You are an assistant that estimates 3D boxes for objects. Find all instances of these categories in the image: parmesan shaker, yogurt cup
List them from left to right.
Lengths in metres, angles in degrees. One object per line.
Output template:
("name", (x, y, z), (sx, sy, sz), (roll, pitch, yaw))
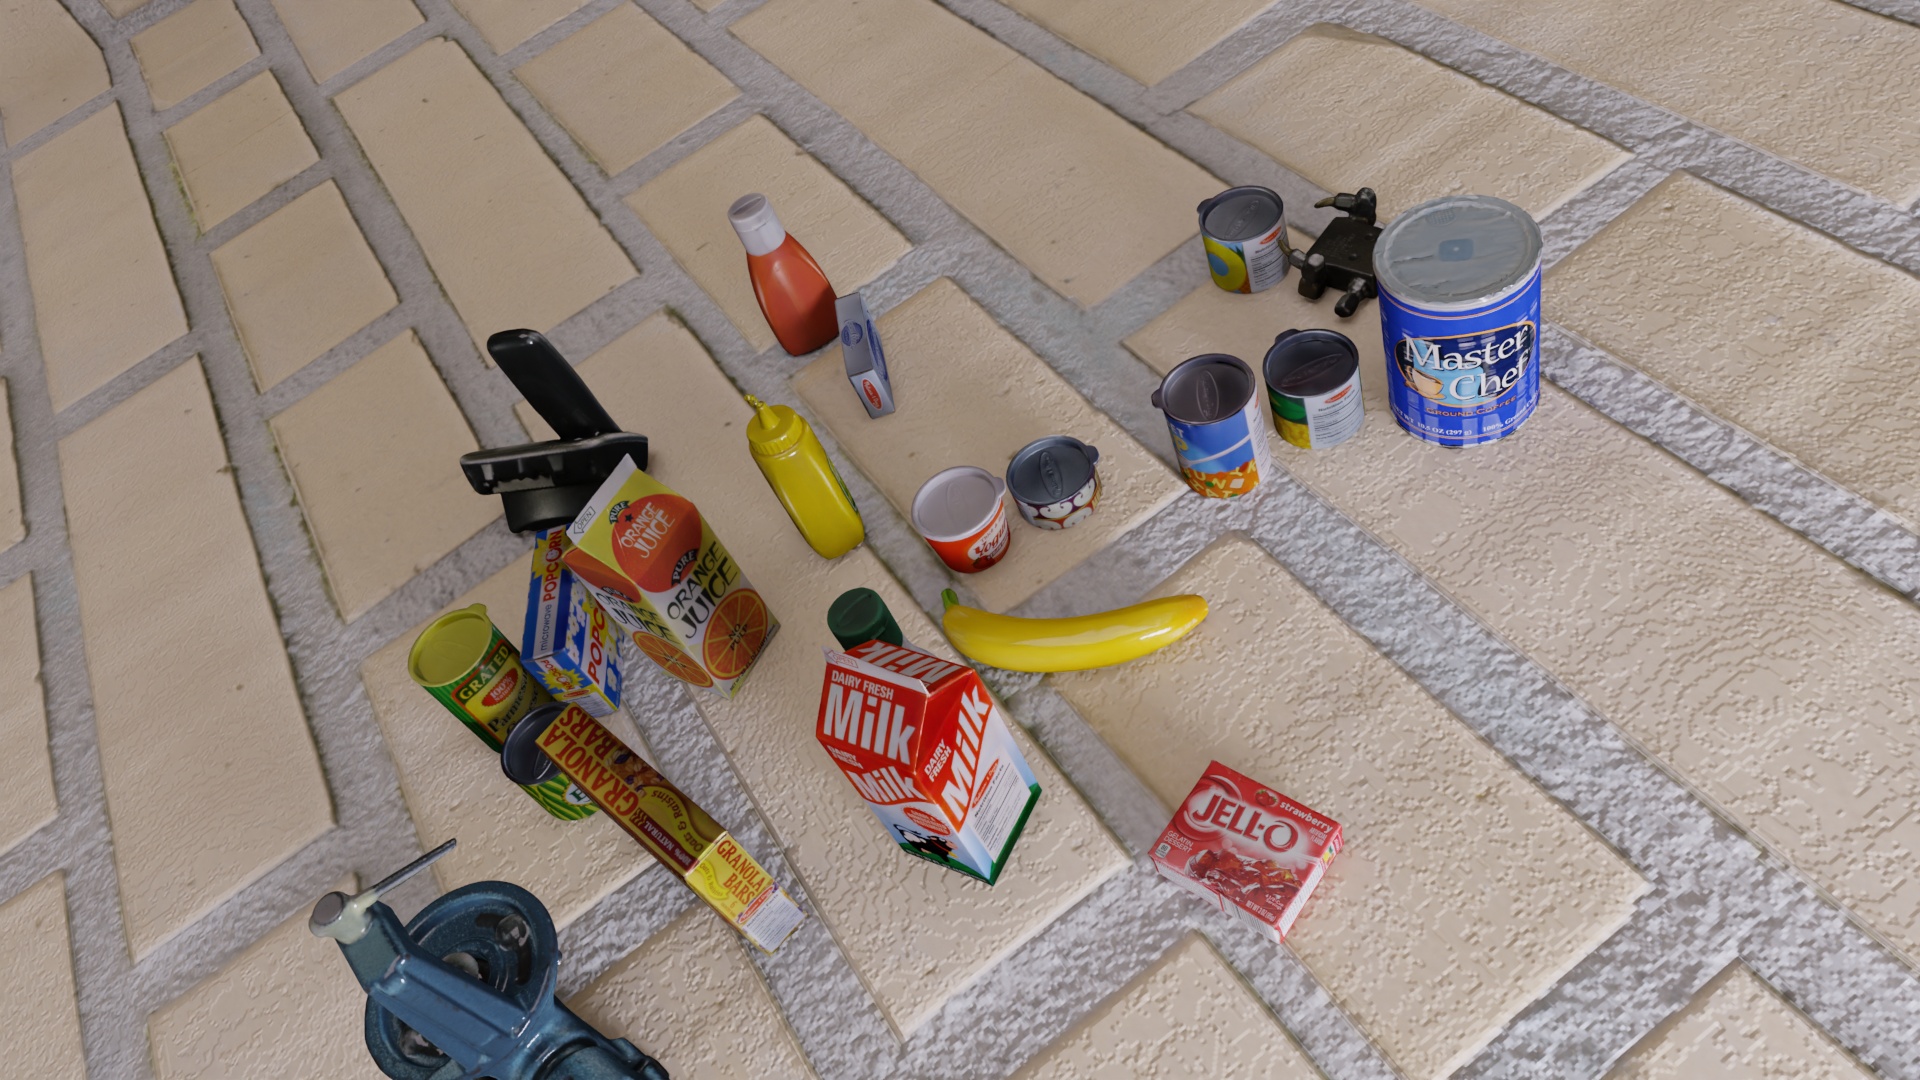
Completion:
("parmesan shaker", (-0.346, 0.104, 1.025), (0.071, 0.102, 0.072), (-11, 50, 13))
("yogurt cup", (0.004, -0.013, 1.014), (0.072, 0.053, 0.073), (-11, 50, 13))

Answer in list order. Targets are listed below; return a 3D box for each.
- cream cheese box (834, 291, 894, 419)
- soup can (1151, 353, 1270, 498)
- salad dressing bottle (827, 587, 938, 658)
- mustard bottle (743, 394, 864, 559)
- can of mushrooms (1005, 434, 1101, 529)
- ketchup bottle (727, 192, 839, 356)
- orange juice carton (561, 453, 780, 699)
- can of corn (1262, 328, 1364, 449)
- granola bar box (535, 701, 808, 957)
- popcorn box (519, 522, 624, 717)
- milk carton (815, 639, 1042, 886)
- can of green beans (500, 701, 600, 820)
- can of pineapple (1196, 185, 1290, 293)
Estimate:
("cream cheese box", (-0.081, -0.156, 1.164), (0.024, 0.053, 0.104), (-19, 48, 7))
("soup can", (0.178, -0.079, 0.979), (0.071, 0.083, 0.072), (-11, 50, 13))
("salad dressing bottle", (-0.041, 0.086, 0.889), (0.064, 0.147, 0.044), (-44, 50, -16))
("mustard bottle", (-0.120, -0.053, 1.024), (0.049, 0.159, 0.065), (-30, 48, -3))
("can of mushrooms", (0.072, -0.043, 1.026), (0.071, 0.033, 0.071), (-11, 50, 13))
("ketchup bottle", (-0.151, -0.228, 1.187), (0.065, 0.148, 0.044), (-33, 48, -6))
("orange juice carton", (-0.208, 0.025, 0.974), (0.073, 0.191, 0.072), (15, 60, 31))
("can of corn", (0.252, -0.109, 0.992), (0.071, 0.058, 0.071), (-11, 50, 13))
("granola bar box", (-0.184, 0.183, 0.882), (0.166, 0.123, 0.039), (29, 68, 37))
("popcorn box", (-0.290, 0.061, 1.050), (0.038, 0.085, 0.127), (-16, 49, 9))
("milk carton", (-0.021, 0.123, 0.821), (0.072, 0.189, 0.074), (14, 60, 31))
("can of green beans", (-0.282, 0.157, 0.986), (0.071, 0.057, 0.071), (-11, 50, 13))
("can of pineapple", (0.227, -0.241, 1.109), (0.071, 0.057, 0.071), (-11, 50, 13))
